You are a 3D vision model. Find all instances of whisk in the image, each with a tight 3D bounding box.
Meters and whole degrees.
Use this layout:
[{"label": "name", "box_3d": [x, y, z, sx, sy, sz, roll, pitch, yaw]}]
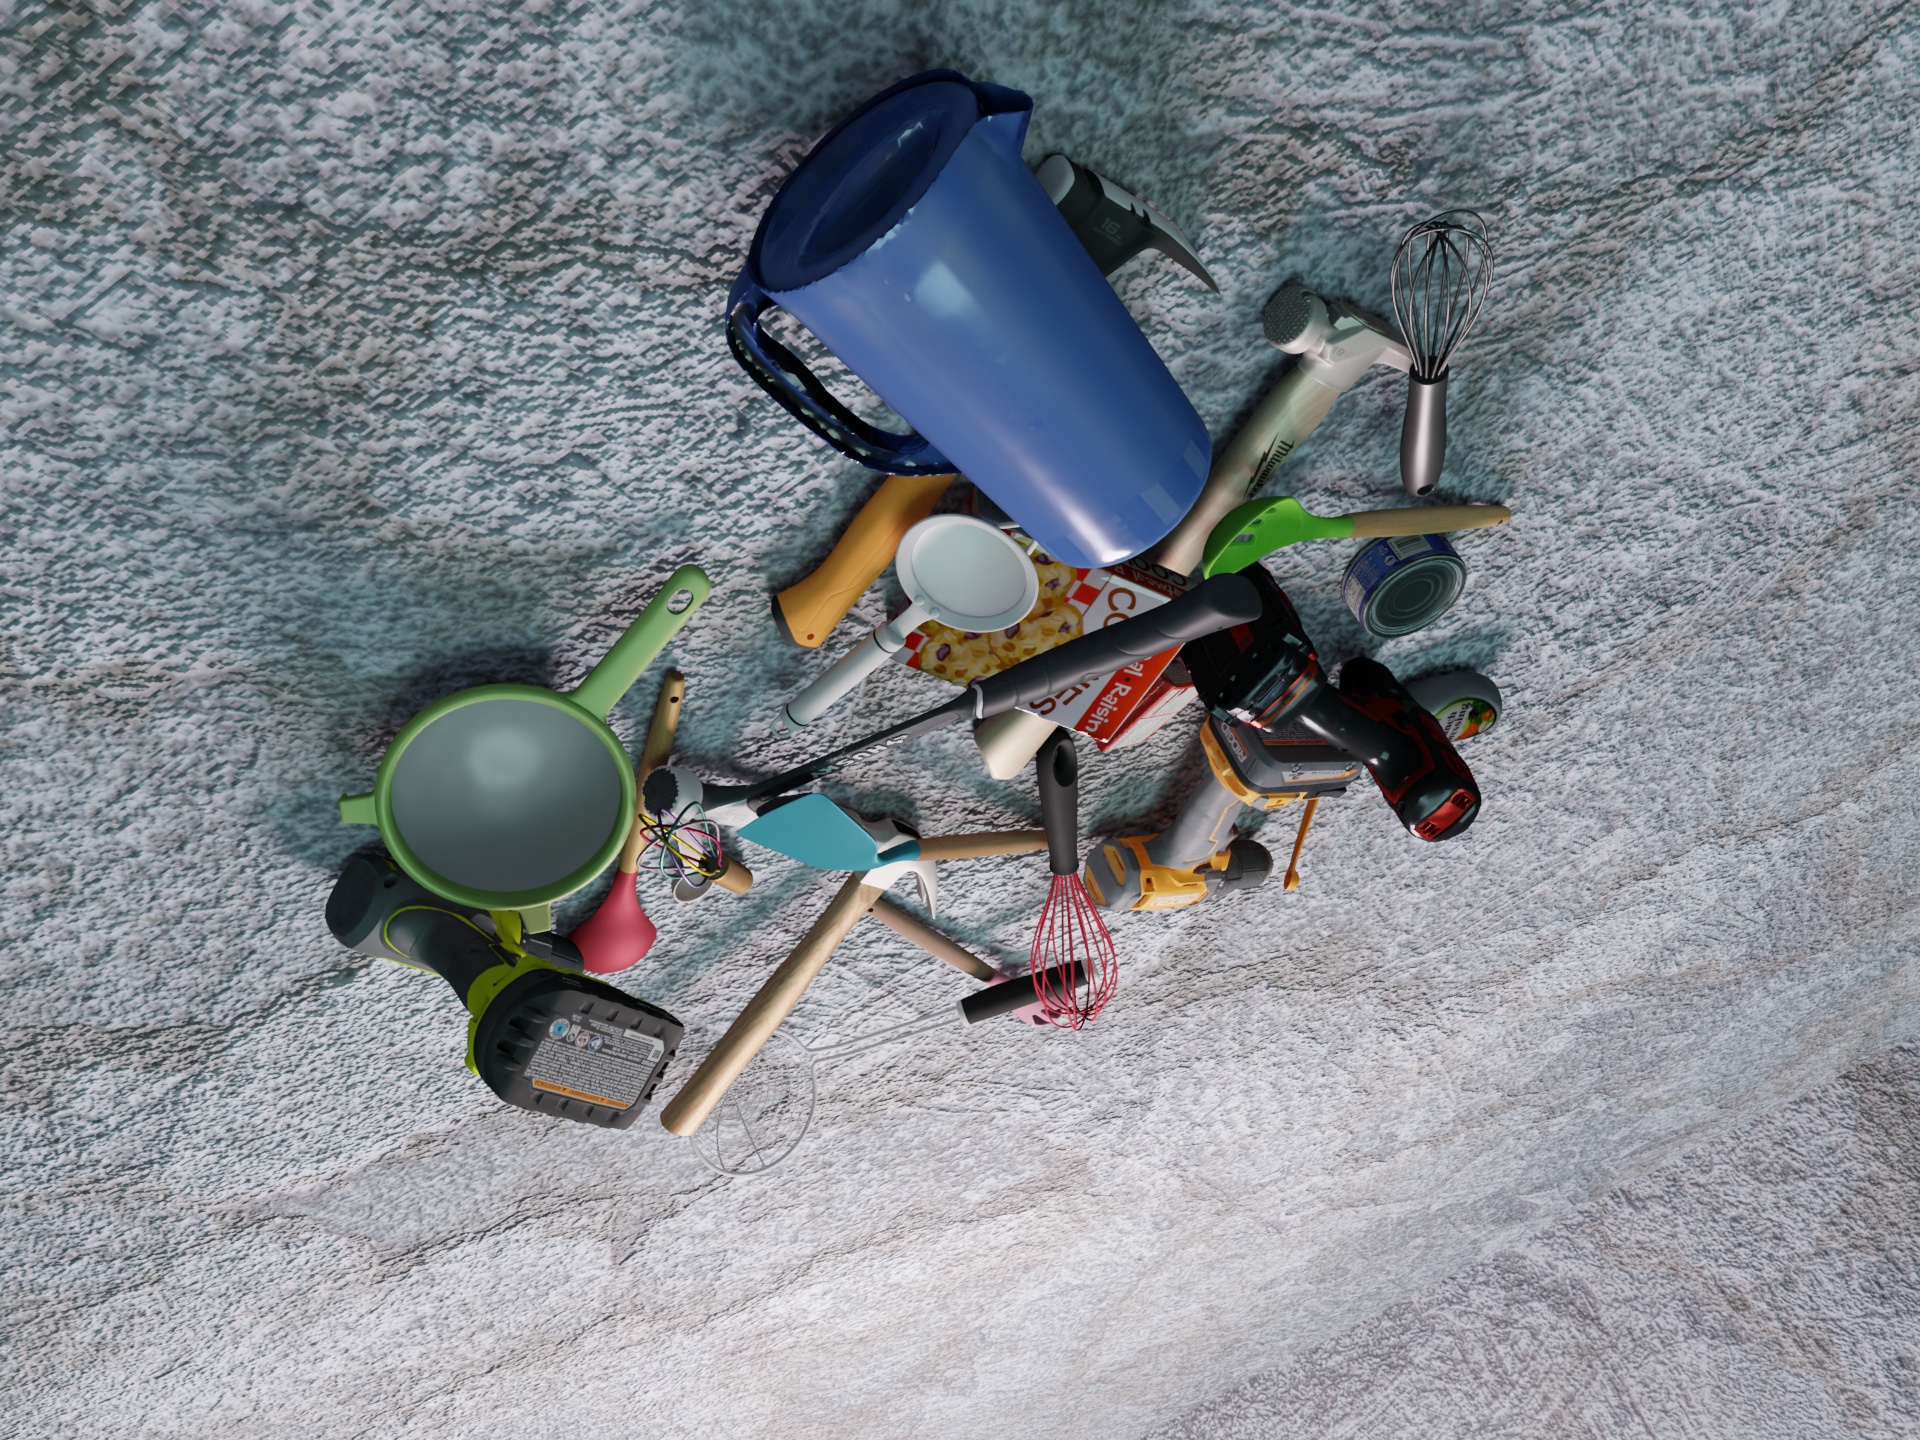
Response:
[{"label": "whisk", "box_3d": [-0.171, 0.091, 1.063, 0.047, 0.051, 0.245, 13, 169, 6]}, {"label": "whisk", "box_3d": [0.083, 0.129, 1.250, 0.073, 0.073, 0.295, -15, 124, -12]}, {"label": "whisk", "box_3d": [0.280, -0.208, 0.943, 0.055, 0.055, 0.238, -23, 149, -1]}]

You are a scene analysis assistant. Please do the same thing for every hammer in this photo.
[{"label": "hammer", "box_3d": [0.000, -0.161, 0.920, 0.127, 0.034, 0.336, 17, 127, -39]}, {"label": "hammer", "box_3d": [-0.002, -0.003, 1.000, 0.409, 0.036, 0.149, -22, 159, 27]}, {"label": "hammer", "box_3d": [-0.133, 0.206, 1.244, 0.130, 0.031, 0.331, 21, 115, -39]}, {"label": "hammer", "box_3d": [0.144, -0.102, 1.064, 0.146, 0.038, 0.410, 11, 131, -38]}]

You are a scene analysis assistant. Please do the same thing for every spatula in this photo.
[{"label": "spatula", "box_3d": [-0.020, 0.083, 1.162, 0.082, 0.044, 0.317, -27, 162, 35]}]

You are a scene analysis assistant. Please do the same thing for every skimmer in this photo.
[{"label": "skimmer", "box_3d": [-0.054, 0.281, 1.343, 0.363, 0.090, 0.127, -19, 109, 5]}]

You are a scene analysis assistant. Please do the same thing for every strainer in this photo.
[{"label": "strainer", "box_3d": [-0.242, -0.003, 0.966, 0.151, 0.069, 0.256, 38, 98, -27]}, {"label": "strainer", "box_3d": [-0.038, -0.057, 0.970, 0.086, 0.050, 0.258, 40, 126, -18]}]

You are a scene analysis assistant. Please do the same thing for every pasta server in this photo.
[{"label": "pasta server", "box_3d": [0.006, 0.203, 1.366, 0.060, 0.040, 0.315, -36, 137, 16]}]

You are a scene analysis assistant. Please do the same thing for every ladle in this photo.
[{"label": "ladle", "box_3d": [-0.224, 0.083, 1.102, 0.069, 0.031, 0.315, -1, 135, -25]}]

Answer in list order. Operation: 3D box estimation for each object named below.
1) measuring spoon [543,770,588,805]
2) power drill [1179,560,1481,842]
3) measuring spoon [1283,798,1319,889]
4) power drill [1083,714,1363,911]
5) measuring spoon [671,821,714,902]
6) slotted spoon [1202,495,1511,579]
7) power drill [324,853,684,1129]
[{"label": "measuring spoon", "box_3d": [-0.261, 0.067, 1.075, 0.042, 0.021, 0.128, -9, 149, -19]}, {"label": "power drill", "box_3d": [0.261, -0.023, 1.137, 0.226, 0.188, 0.080, 31, 115, -26]}, {"label": "measuring spoon", "box_3d": [0.294, 0.088, 1.335, 0.011, 0.021, 0.117, 17, 94, -4]}, {"label": "power drill", "box_3d": [0.226, 0.075, 1.284, 0.185, 0.084, 0.226, 0, 141, -35]}, {"label": "measuring spoon", "box_3d": [-0.195, 0.082, 1.127, 0.034, 0.018, 0.124, -22, 138, -26]}, {"label": "slotted spoon", "box_3d": [0.272, -0.130, 1.062, 0.313, 0.031, 0.070, -9, 146, -37]}, {"label": "power drill", "box_3d": [-0.282, 0.172, 1.030, 0.190, 0.229, 0.080, 33, 85, -47]}]
